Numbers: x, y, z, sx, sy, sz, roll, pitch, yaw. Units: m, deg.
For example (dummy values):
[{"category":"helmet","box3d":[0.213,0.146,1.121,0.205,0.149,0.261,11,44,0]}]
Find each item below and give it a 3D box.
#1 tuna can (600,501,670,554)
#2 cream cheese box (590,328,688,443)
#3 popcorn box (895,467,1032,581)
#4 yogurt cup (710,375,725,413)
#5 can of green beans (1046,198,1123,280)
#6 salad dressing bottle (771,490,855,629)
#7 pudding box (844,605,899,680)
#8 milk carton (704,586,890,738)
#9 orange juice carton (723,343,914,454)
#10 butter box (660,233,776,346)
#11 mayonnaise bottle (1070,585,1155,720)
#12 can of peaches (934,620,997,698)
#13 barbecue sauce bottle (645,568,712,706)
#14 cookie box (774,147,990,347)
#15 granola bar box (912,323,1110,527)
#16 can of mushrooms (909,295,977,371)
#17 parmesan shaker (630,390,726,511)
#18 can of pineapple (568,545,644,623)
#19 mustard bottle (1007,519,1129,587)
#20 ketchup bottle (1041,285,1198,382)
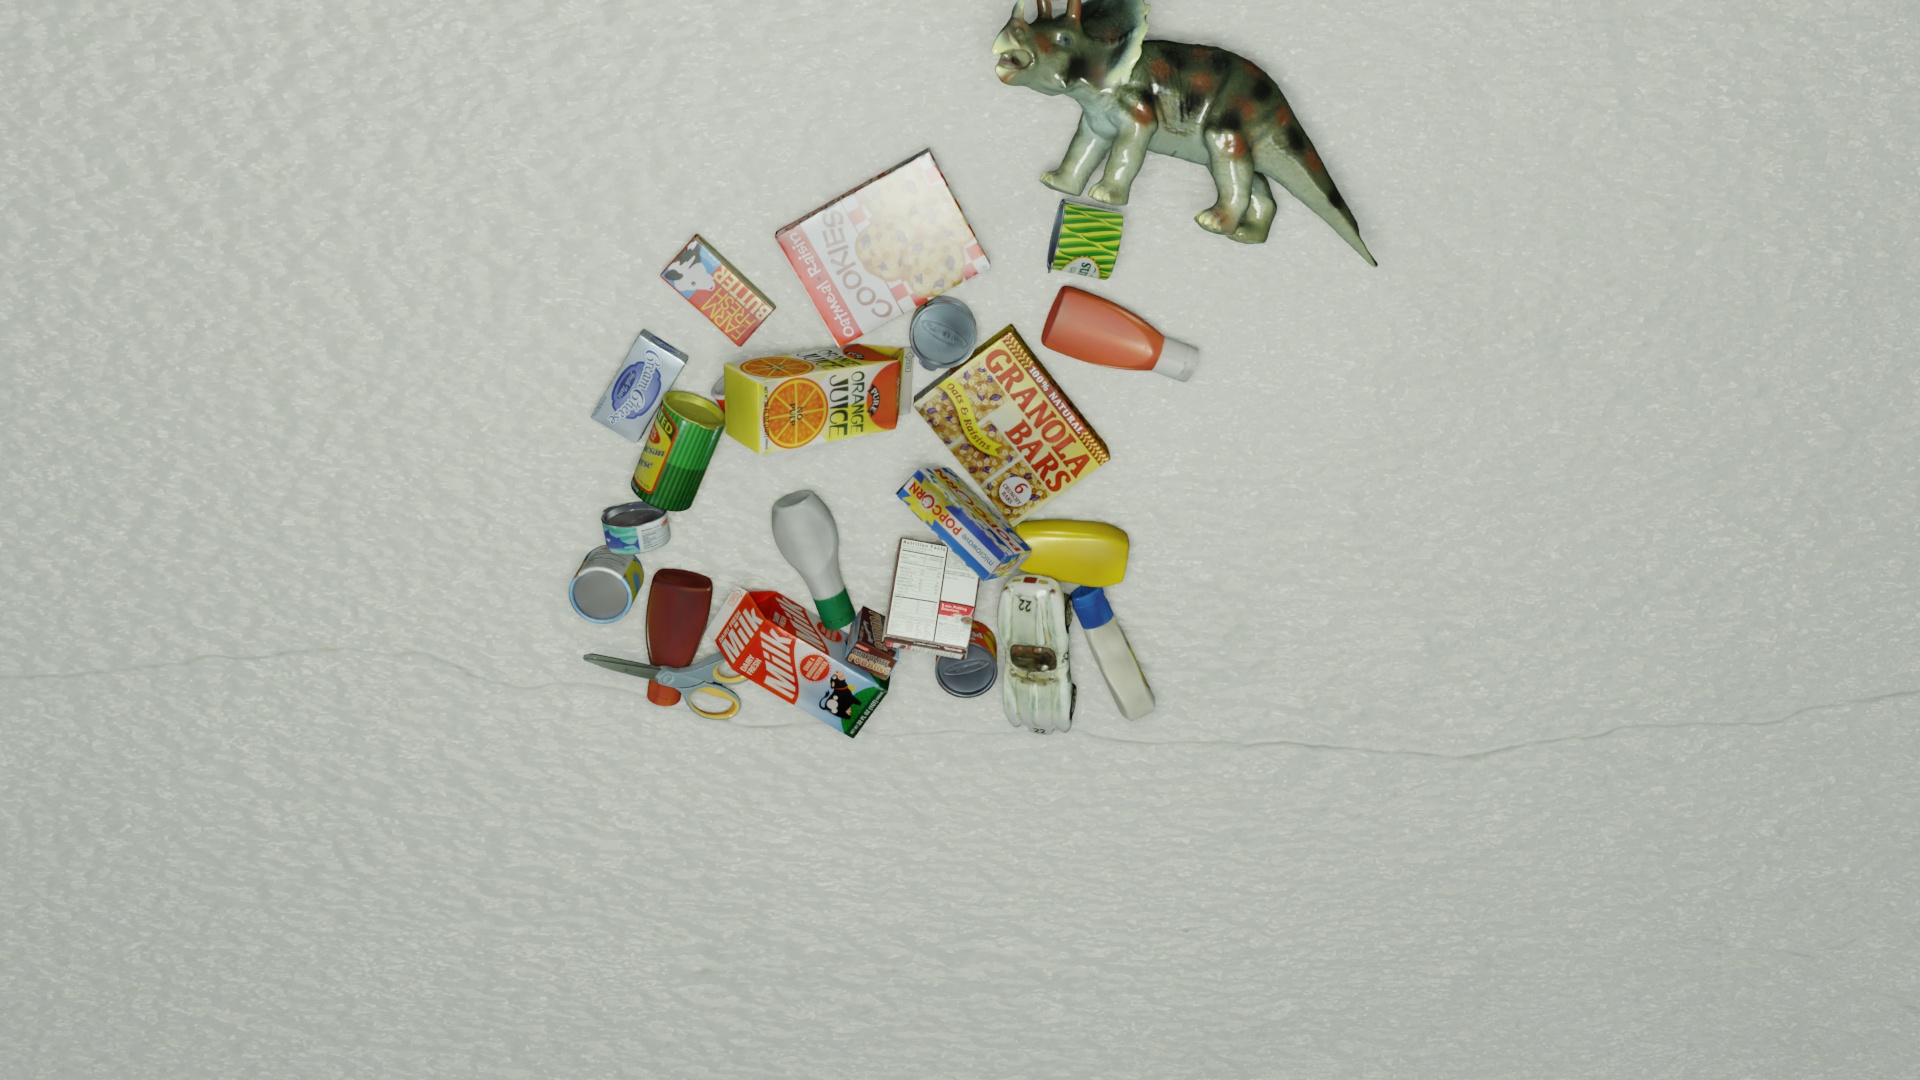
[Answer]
[{"category":"tuna can","box3d":[-0.332,-0.013,1.415,0.071,0.071,0.032,-3,114,2]},{"category":"cream cheese box","box3d":[-0.318,-0.153,1.379,0.053,0.024,0.103,31,109,-13]},{"category":"popcorn box","box3d":[0.005,-0.017,1.376,0.127,0.085,0.038,45,107,13]},{"category":"yogurt cup","box3d":[-0.204,-0.138,1.364,0.072,0.073,0.053,-20,119,8]},{"category":"can of green beans","box3d":[0.117,-0.282,1.303,0.058,0.071,0.071,11,112,-5]},{"category":"salad dressing bottle","box3d":[-0.149,0.022,1.441,0.064,0.044,0.147,-16,113,6]},{"category":"pudding box","box3d":[-0.090,0.107,1.453,0.049,0.084,0.030,28,110,-11]},{"category":"milk carton","box3d":[-0.171,0.121,1.465,0.190,0.074,0.072,31,109,-12]},{"category":"orange juice carton","box3d":[-0.125,-0.140,1.331,0.193,0.073,0.071,-14,118,-34]},{"category":"butter box","box3d":[-0.233,-0.241,1.342,0.103,0.024,0.053,42,106,-16]},{"category":"mayonnaise bottle","box3d":[0.160,0.116,1.470,0.041,0.065,0.147,-25,107,3]},{"category":"can of peaches","box3d":[0.006,0.123,1.474,0.071,0.058,0.071,0,112,1]},{"category":"barbecue sauce bottle","box3d":[-0.305,0.105,1.475,0.065,0.044,0.148,11,113,-8]},{"category":"cookie box","box3d":[-0.074,-0.277,1.319,0.167,0.040,0.122,-27,110,9]},{"category":"granola bar box","box3d":[0.051,-0.114,1.386,0.124,0.039,0.165,-35,108,14]},{"category":"can of mushrooms","box3d":[-0.018,-0.201,1.353,0.071,0.033,0.070,0,113,-1]},{"category":"parmesan shaker","box3d":[-0.280,-0.086,1.378,0.071,0.071,0.102,23,113,-9]},{"category":"can of pineapple","box3d":[-0.367,0.047,1.443,0.071,0.058,0.070,0,113,0]},{"category":"mustard bottle","box3d":[0.091,0.007,1.431,0.160,0.049,0.065,8,114,-2]},{"category":"ketchup bottle","box3d":[0.157,-0.194,1.350,0.149,0.044,0.064,19,112,-8]}]
